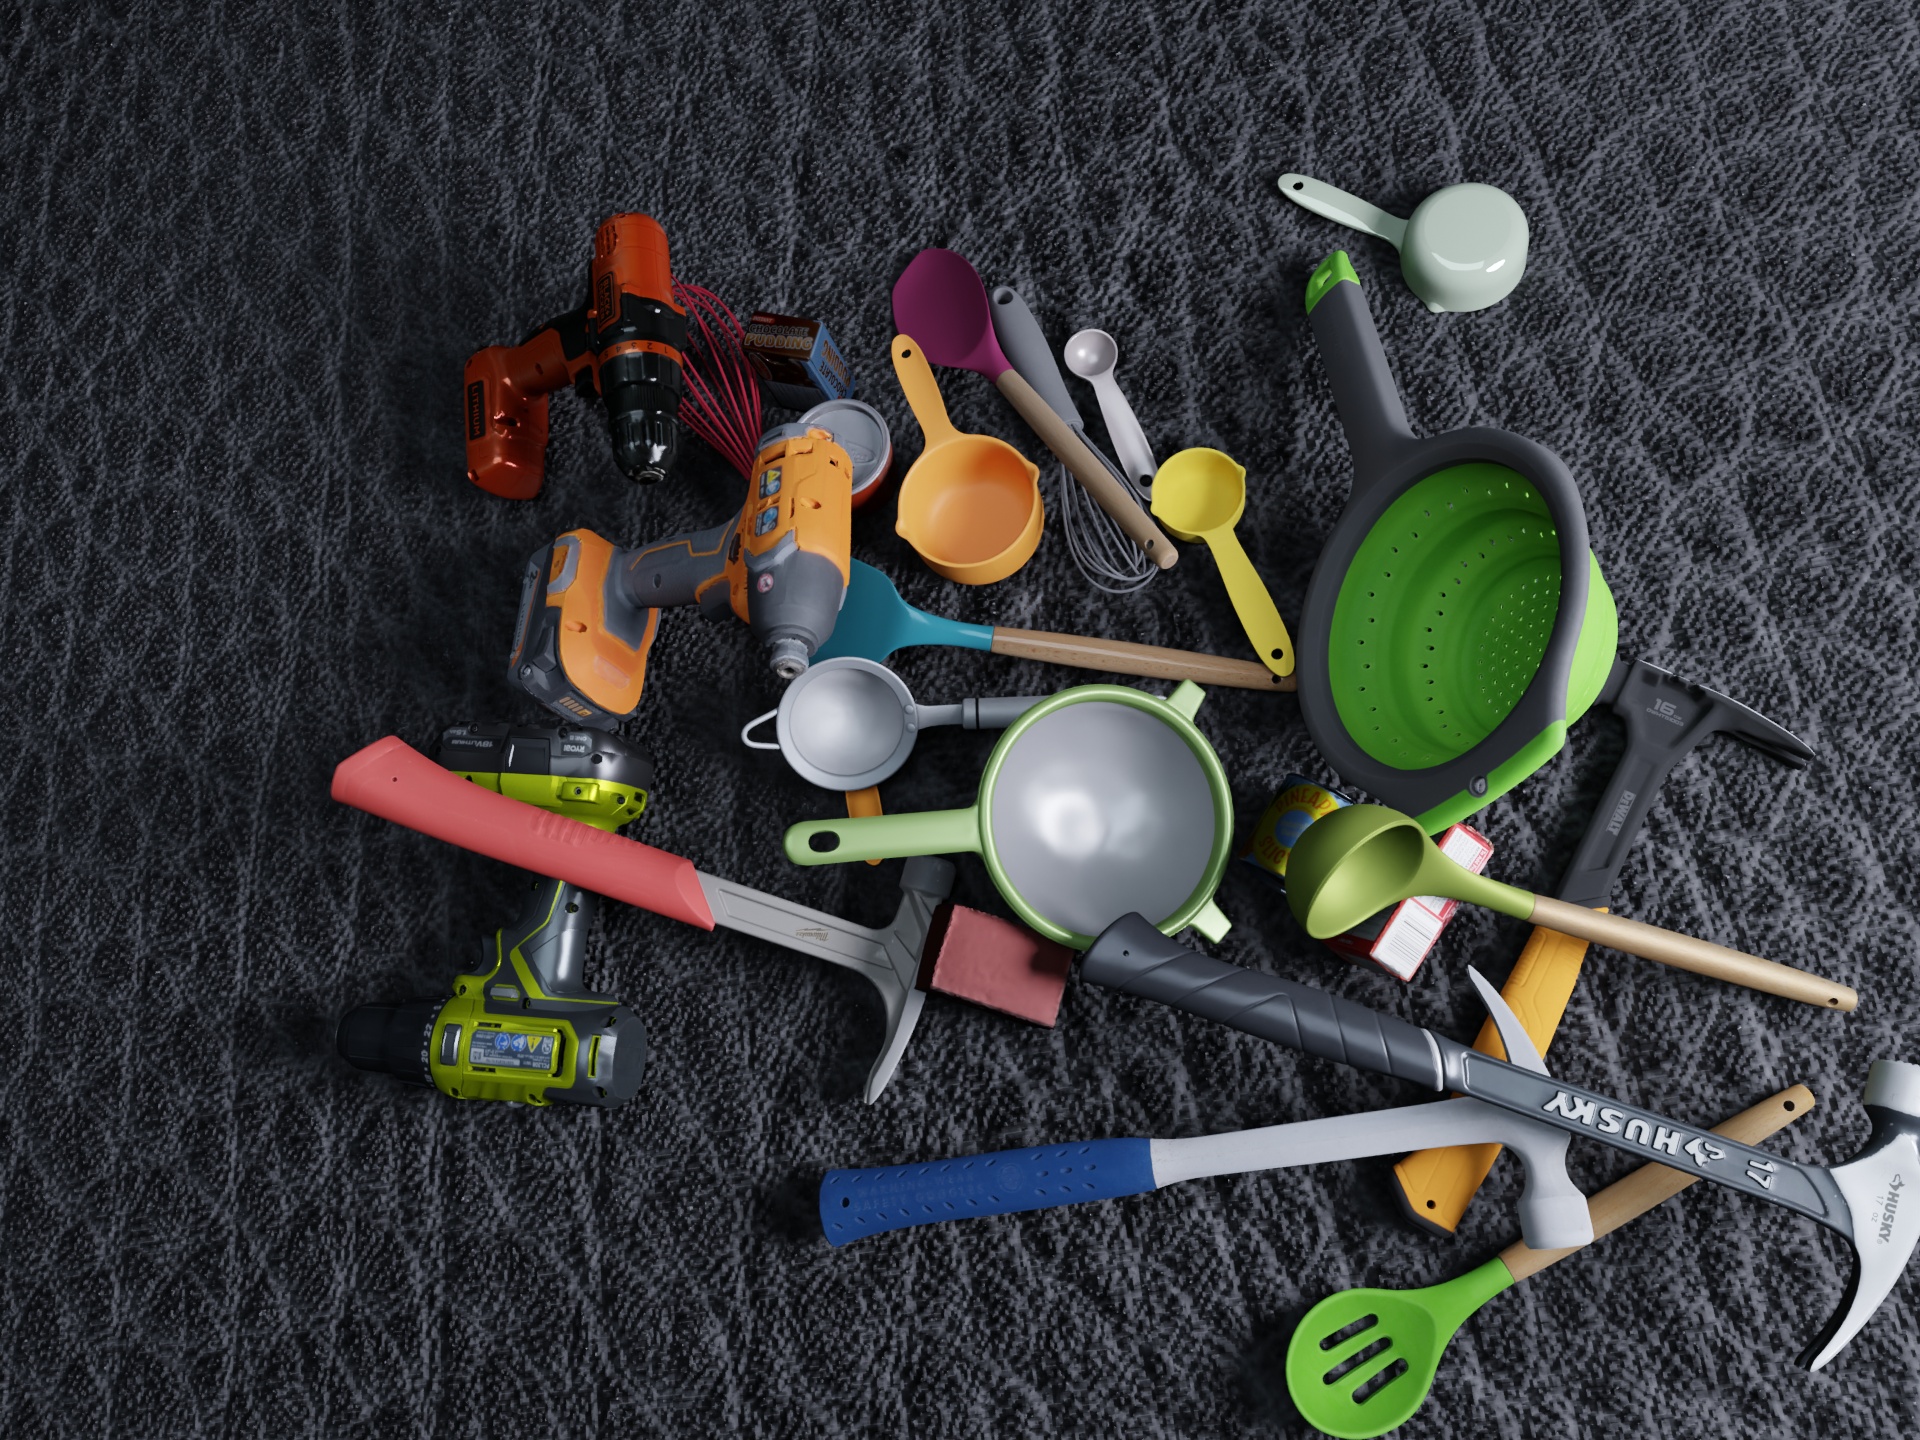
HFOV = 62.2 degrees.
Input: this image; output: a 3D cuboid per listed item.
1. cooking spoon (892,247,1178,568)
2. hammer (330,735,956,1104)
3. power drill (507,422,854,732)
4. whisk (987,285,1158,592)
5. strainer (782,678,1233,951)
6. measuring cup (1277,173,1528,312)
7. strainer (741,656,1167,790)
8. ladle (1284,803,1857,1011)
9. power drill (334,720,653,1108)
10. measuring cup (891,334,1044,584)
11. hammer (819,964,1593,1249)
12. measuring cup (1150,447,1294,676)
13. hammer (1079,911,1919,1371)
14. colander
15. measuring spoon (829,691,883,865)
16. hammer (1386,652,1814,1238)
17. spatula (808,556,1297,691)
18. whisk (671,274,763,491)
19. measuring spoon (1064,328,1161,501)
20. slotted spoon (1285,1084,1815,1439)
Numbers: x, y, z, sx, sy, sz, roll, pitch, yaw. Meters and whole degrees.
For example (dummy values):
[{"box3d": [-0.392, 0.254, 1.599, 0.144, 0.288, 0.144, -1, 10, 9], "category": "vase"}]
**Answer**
[{"box3d": [0.041, -0.198, 0.990, 0.068, 0.017, 0.319, -49, 54, 19], "category": "cooking spoon"}, {"box3d": [-0.189, 0.099, 0.925, 0.359, 0.036, 0.149, 19, 77, -5], "category": "hammer"}, {"box3d": [-0.164, -0.071, 0.958, 0.226, 0.084, 0.164, -20, 52, 26], "category": "power drill"}, {"box3d": [0.064, -0.183, 1.008, 0.055, 0.055, 0.239, -24, 67, 5], "category": "whisk"}, {"box3d": [0.025, 0.062, 0.907, 0.256, 0.069, 0.151, -4, 83, -12], "category": "strainer"}, {"box3d": [0.274, -0.316, 0.997, 0.168, 0.038, 0.083, 29, 83, 16], "category": "measuring cup"}, {"box3d": [-0.002, -0.003, 0.967, 0.258, 0.050, 0.086, -2, 111, 2], "category": "strainer"}, {"box3d": [0.316, 0.110, 0.811, 0.320, 0.062, 0.078, 16, 123, -7], "category": "ladle"}, {"box3d": [-0.283, 0.120, 0.985, 0.190, 0.080, 0.229, 2, 78, 12], "category": "power drill"}, {"box3d": [-0.005, -0.166, 1.013, 0.095, 0.052, 0.174, -23, 69, 6], "category": "measuring cup"}, {"box3d": [0.116, 0.233, 0.864, 0.405, 0.035, 0.144, -12, 70, 15], "category": "hammer"}, {"box3d": [0.166, -0.093, 0.968, 0.062, 0.029, 0.157, -24, 74, 5], "category": "measuring cup"}, {"box3d": [0.254, 0.181, 0.794, 0.409, 0.036, 0.149, 16, 78, 19], "category": "hammer"}, {"box3d": [0.278, -0.117, 0.914, 0.094, 0.204, 0.398, 14, 52, -28], "category": "colander"}, {"box3d": [-0.063, 0.034, 0.994, 0.021, 0.011, 0.117, -12, 76, 3], "category": "measuring spoon"}, {"box3d": [0.332, 0.129, 0.865, 0.127, 0.034, 0.337, 27, 82, 19], "category": "hammer"}, {"box3d": [0.046, -0.048, 0.967, 0.317, 0.044, 0.082, 9, 94, 4], "category": "spatula"}, {"box3d": [-0.138, -0.174, 1.044, 0.073, 0.073, 0.296, -29, 76, 4], "category": "whisk"}, {"box3d": [0.100, -0.193, 1.019, 0.034, 0.018, 0.124, -22, 78, 1], "category": "measuring spoon"}, {"box3d": [0.310, 0.277, 0.834, 0.314, 0.031, 0.070, -31, 71, 1], "category": "slotted spoon"}]
